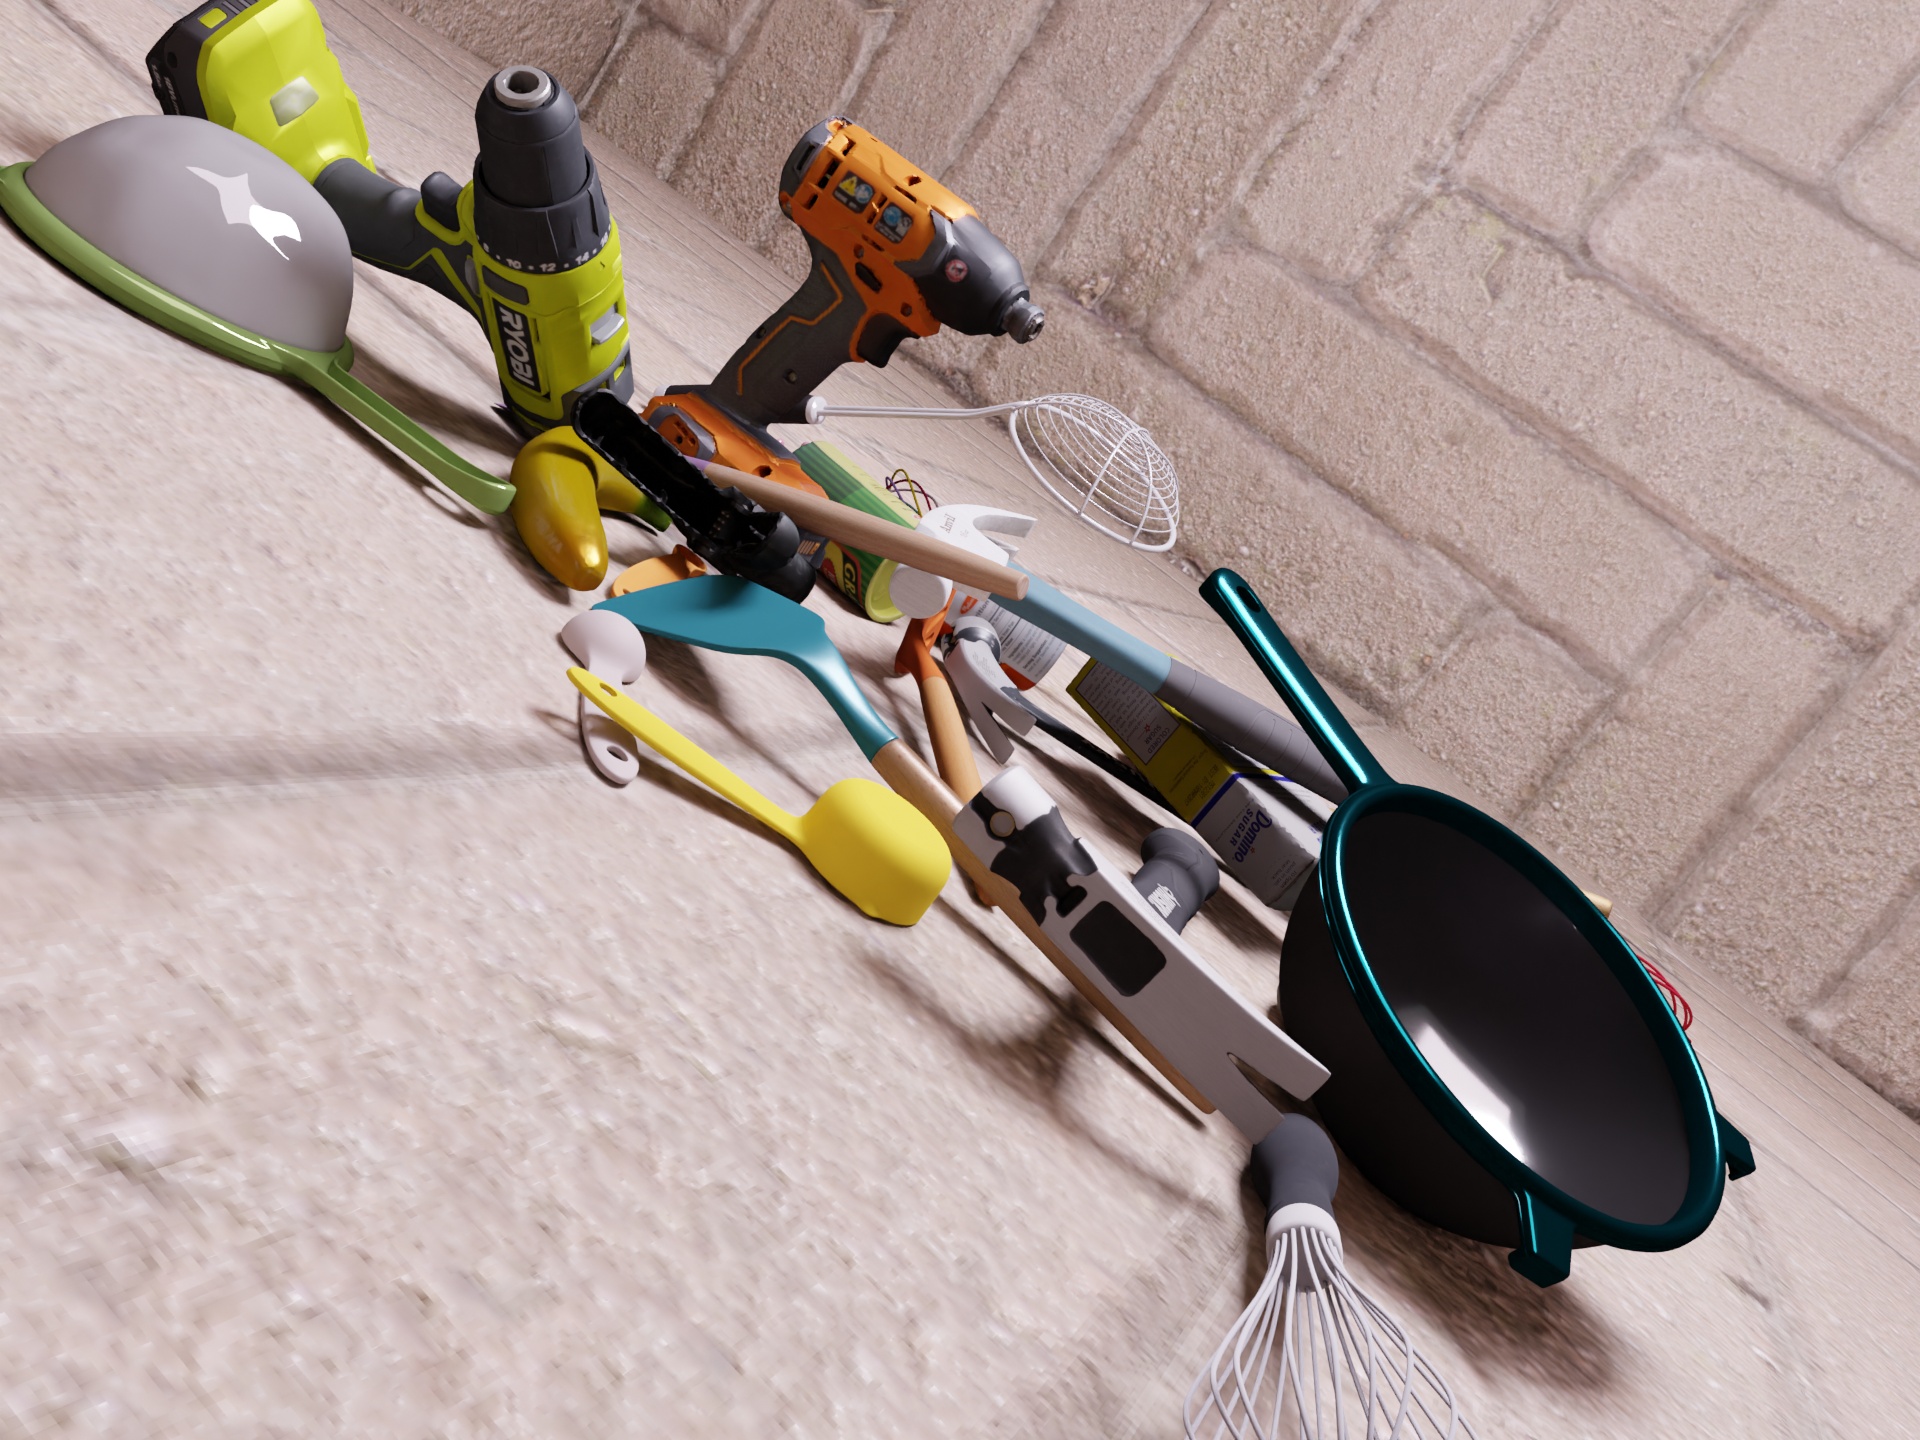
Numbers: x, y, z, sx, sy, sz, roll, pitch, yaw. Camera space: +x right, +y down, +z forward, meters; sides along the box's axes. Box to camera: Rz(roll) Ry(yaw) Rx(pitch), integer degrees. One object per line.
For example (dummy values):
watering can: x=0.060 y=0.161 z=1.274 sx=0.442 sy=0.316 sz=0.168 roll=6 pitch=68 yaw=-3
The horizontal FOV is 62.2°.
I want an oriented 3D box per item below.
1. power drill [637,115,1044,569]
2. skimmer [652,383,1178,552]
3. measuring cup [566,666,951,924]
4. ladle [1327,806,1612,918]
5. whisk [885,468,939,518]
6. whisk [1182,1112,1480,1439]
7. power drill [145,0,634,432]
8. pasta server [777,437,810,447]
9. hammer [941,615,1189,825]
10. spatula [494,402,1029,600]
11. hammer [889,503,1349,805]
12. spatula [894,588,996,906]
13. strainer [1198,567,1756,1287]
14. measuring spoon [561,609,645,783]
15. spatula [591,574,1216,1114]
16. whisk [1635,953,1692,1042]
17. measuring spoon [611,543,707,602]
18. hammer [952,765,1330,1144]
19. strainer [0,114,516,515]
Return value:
power drill: x=-0.068 y=-0.189 z=0.865 sx=0.164 sy=0.226 sz=0.084 roll=39 pitch=14 yaw=14
skimmer: x=-0.037 y=-0.168 z=1.026 sx=0.363 sy=0.090 sz=0.127 roll=7 pitch=23 yaw=22
measuring cup: x=-0.066 y=0.018 z=0.557 sx=0.156 sy=0.029 sz=0.062 roll=36 pitch=13 yaw=-22
ladle: x=0.244 y=0.066 z=0.994 sx=0.315 sy=0.031 sz=0.069 roll=19 pitch=0 yaw=27
whisk: x=-0.022 y=-0.124 z=1.165 sx=0.051 sy=0.047 sz=0.245 roll=29 pitch=18 yaw=-32
whisk: x=0.098 y=0.160 z=0.447 sx=0.070 sy=0.070 sz=0.284 roll=37 pitch=9 yaw=5
power drill: x=-0.254 y=-0.249 z=0.736 sx=0.228 sy=0.080 sz=0.190 roll=30 pitch=-29 yaw=11
pasta server: x=0.007 y=-0.102 z=1.075 sx=0.316 sy=0.040 sz=0.060 roll=27 pitch=29 yaw=3
hammer: x=0.163 y=0.074 z=0.954 sx=0.408 sy=0.036 sz=0.149 roll=32 pitch=15 yaw=-15
spatula: x=-0.104 y=-0.113 z=0.791 sx=0.316 sy=0.018 sz=0.059 roll=22 pitch=6 yaw=25
hammer: x=0.117 y=-0.016 z=0.840 sx=0.331 sy=0.033 sz=0.128 roll=30 pitch=28 yaw=-7
spatula: x=-0.001 y=-0.002 z=0.779 sx=0.041 sy=0.081 sz=0.323 roll=16 pitch=24 yaw=-17
strainer: x=0.176 y=0.086 z=0.690 sx=0.211 sy=0.095 sz=0.341 roll=-1 pitch=52 yaw=-44
measuring spoon: x=-0.123 y=-0.012 z=0.568 sx=0.034 sy=0.018 sz=0.124 roll=30 pitch=15 yaw=-26
spatula: x=-0.016 y=0.037 z=0.627 sx=0.318 sy=0.044 sz=0.082 roll=46 pitch=36 yaw=16
whisk: x=0.315 y=0.130 z=0.960 sx=0.295 sy=0.073 sz=0.073 roll=28 pitch=14 yaw=-7
measuring spoon: x=-0.140 y=-0.064 z=0.732 sx=0.021 sy=0.011 sz=0.117 roll=42 pitch=16 yaw=-5
hammer: x=0.088 y=0.079 z=0.668 sx=0.146 sy=0.035 sz=0.334 roll=46 pitch=8 yaw=9
strainer: x=-0.276 y=-0.183 z=0.668 sx=0.256 sy=0.069 sz=0.151 roll=36 pitch=13 yaw=10
